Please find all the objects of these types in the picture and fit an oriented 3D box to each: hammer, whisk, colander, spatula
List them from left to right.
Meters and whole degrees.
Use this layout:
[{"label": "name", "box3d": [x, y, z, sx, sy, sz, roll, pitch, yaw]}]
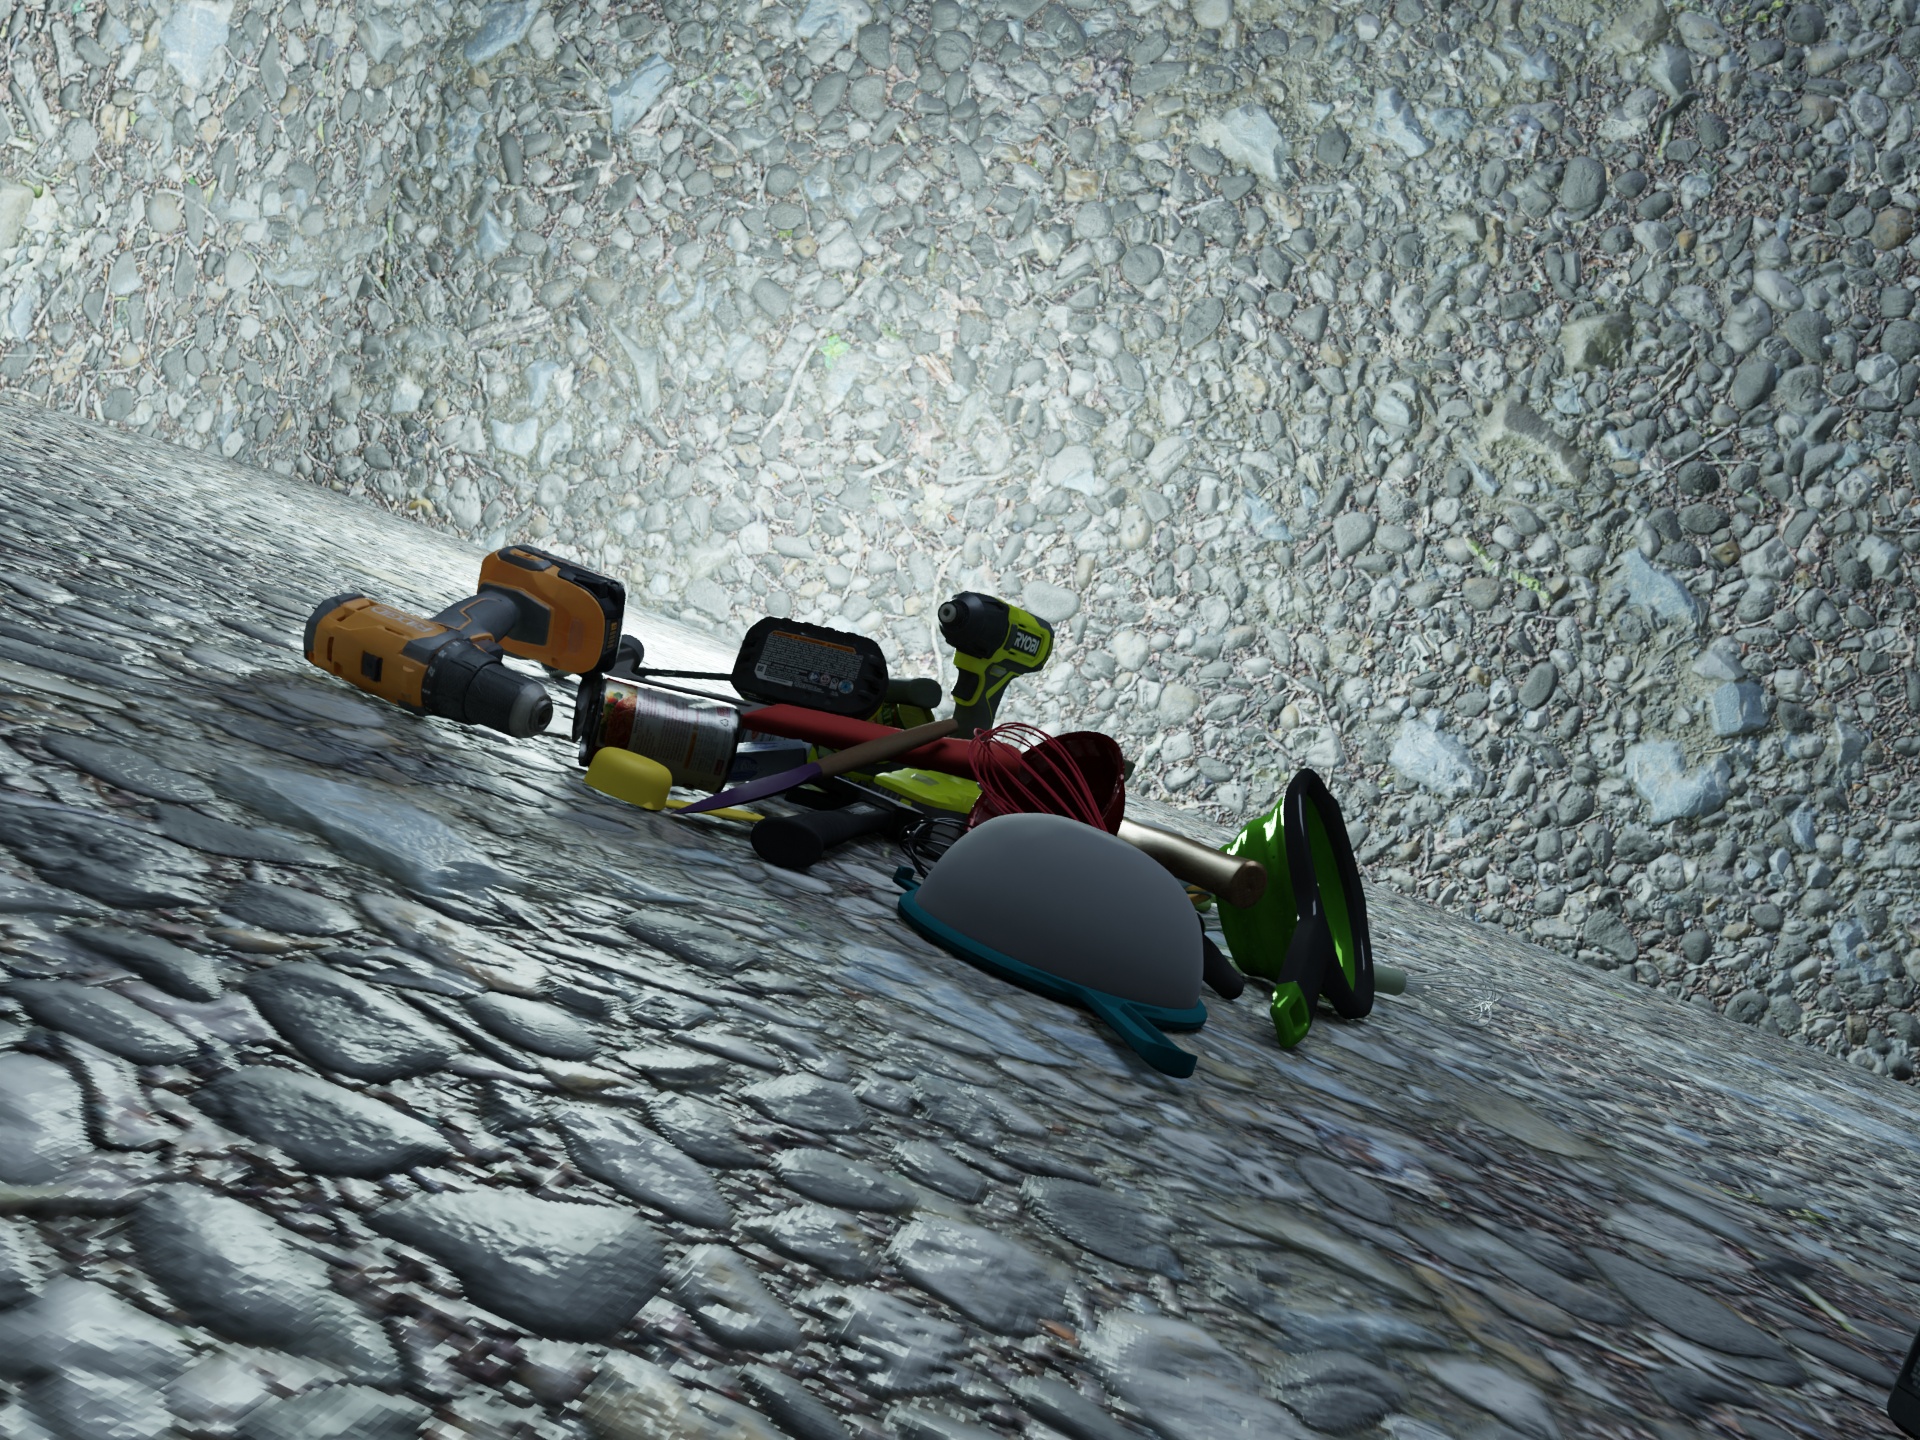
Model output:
[{"label": "hammer", "box3d": [-0.211, -0.040, 1.597, 0.409, 0.036, 0.149, 5, -6, 22]}, {"label": "hammer", "box3d": [-0.128, 0.008, 1.292, 0.359, 0.036, 0.149, 13, 27, -4]}, {"label": "hammer", "box3d": [-0.096, 0.076, 1.183, 0.146, 0.035, 0.334, 21, 3, 9]}, {"label": "spatula", "box3d": [-0.090, 0.032, 1.172, 0.060, 0.018, 0.316, -8, 6, 34]}, {"label": "whisk", "box3d": [0.059, 0.126, 1.198, 0.238, 0.055, 0.055, 23, 1, -22]}, {"label": "whisk", "box3d": [0.108, 0.101, 1.206, 0.296, 0.073, 0.073, 46, 15, 26]}, {"label": "hammer", "box3d": [0.158, 0.105, 1.282, 0.031, 0.130, 0.331, 26, -2, -17]}, {"label": "colander", "box3d": [0.240, 0.165, 1.225, 0.094, 0.204, 0.397, -15, 7, 21]}, {"label": "whisk", "box3d": [0.412, 0.245, 1.482, 0.246, 0.058, 0.059, 15, -30, -28]}]

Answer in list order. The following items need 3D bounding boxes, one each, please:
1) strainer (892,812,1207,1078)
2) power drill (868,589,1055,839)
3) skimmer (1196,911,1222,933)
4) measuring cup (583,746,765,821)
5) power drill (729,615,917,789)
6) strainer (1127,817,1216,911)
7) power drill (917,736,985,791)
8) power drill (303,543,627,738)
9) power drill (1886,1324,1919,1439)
[{"label": "strainer", "box3d": [0.086, 0.122, 0.962, 0.211, 0.095, 0.340, 20, 2, -13]}, {"label": "power drill", "box3d": [-0.002, -0.005, 1.442, 0.080, 0.223, 0.171, 21, 3, 28]}, {"label": "skimmer", "box3d": [0.253, 0.163, 1.400, 0.363, 0.090, 0.127, 10, 49, -59]}, {"label": "measuring cup", "box3d": [-0.191, 0.047, 1.107, 0.062, 0.029, 0.156, 23, 4, 41]}, {"label": "power drill", "box3d": [-0.140, -0.008, 1.473, 0.190, 0.080, 0.228, 14, -22, 8]}, {"label": "strainer", "box3d": [0.244, 0.155, 1.688, 0.256, 0.069, 0.152, 17, 4, -30]}, {"label": "power drill", "box3d": [-0.009, 0.064, 1.659, 0.143, 0.078, 0.220, 18, 6, -26]}, {"label": "power drill", "box3d": [-0.334, -0.056, 1.170, 0.185, 0.084, 0.226, 21, 23, 16]}, {"label": "power drill", "box3d": [0.498, 0.300, 0.647, 0.226, 0.084, 0.164, 24, 1, -15]}]
